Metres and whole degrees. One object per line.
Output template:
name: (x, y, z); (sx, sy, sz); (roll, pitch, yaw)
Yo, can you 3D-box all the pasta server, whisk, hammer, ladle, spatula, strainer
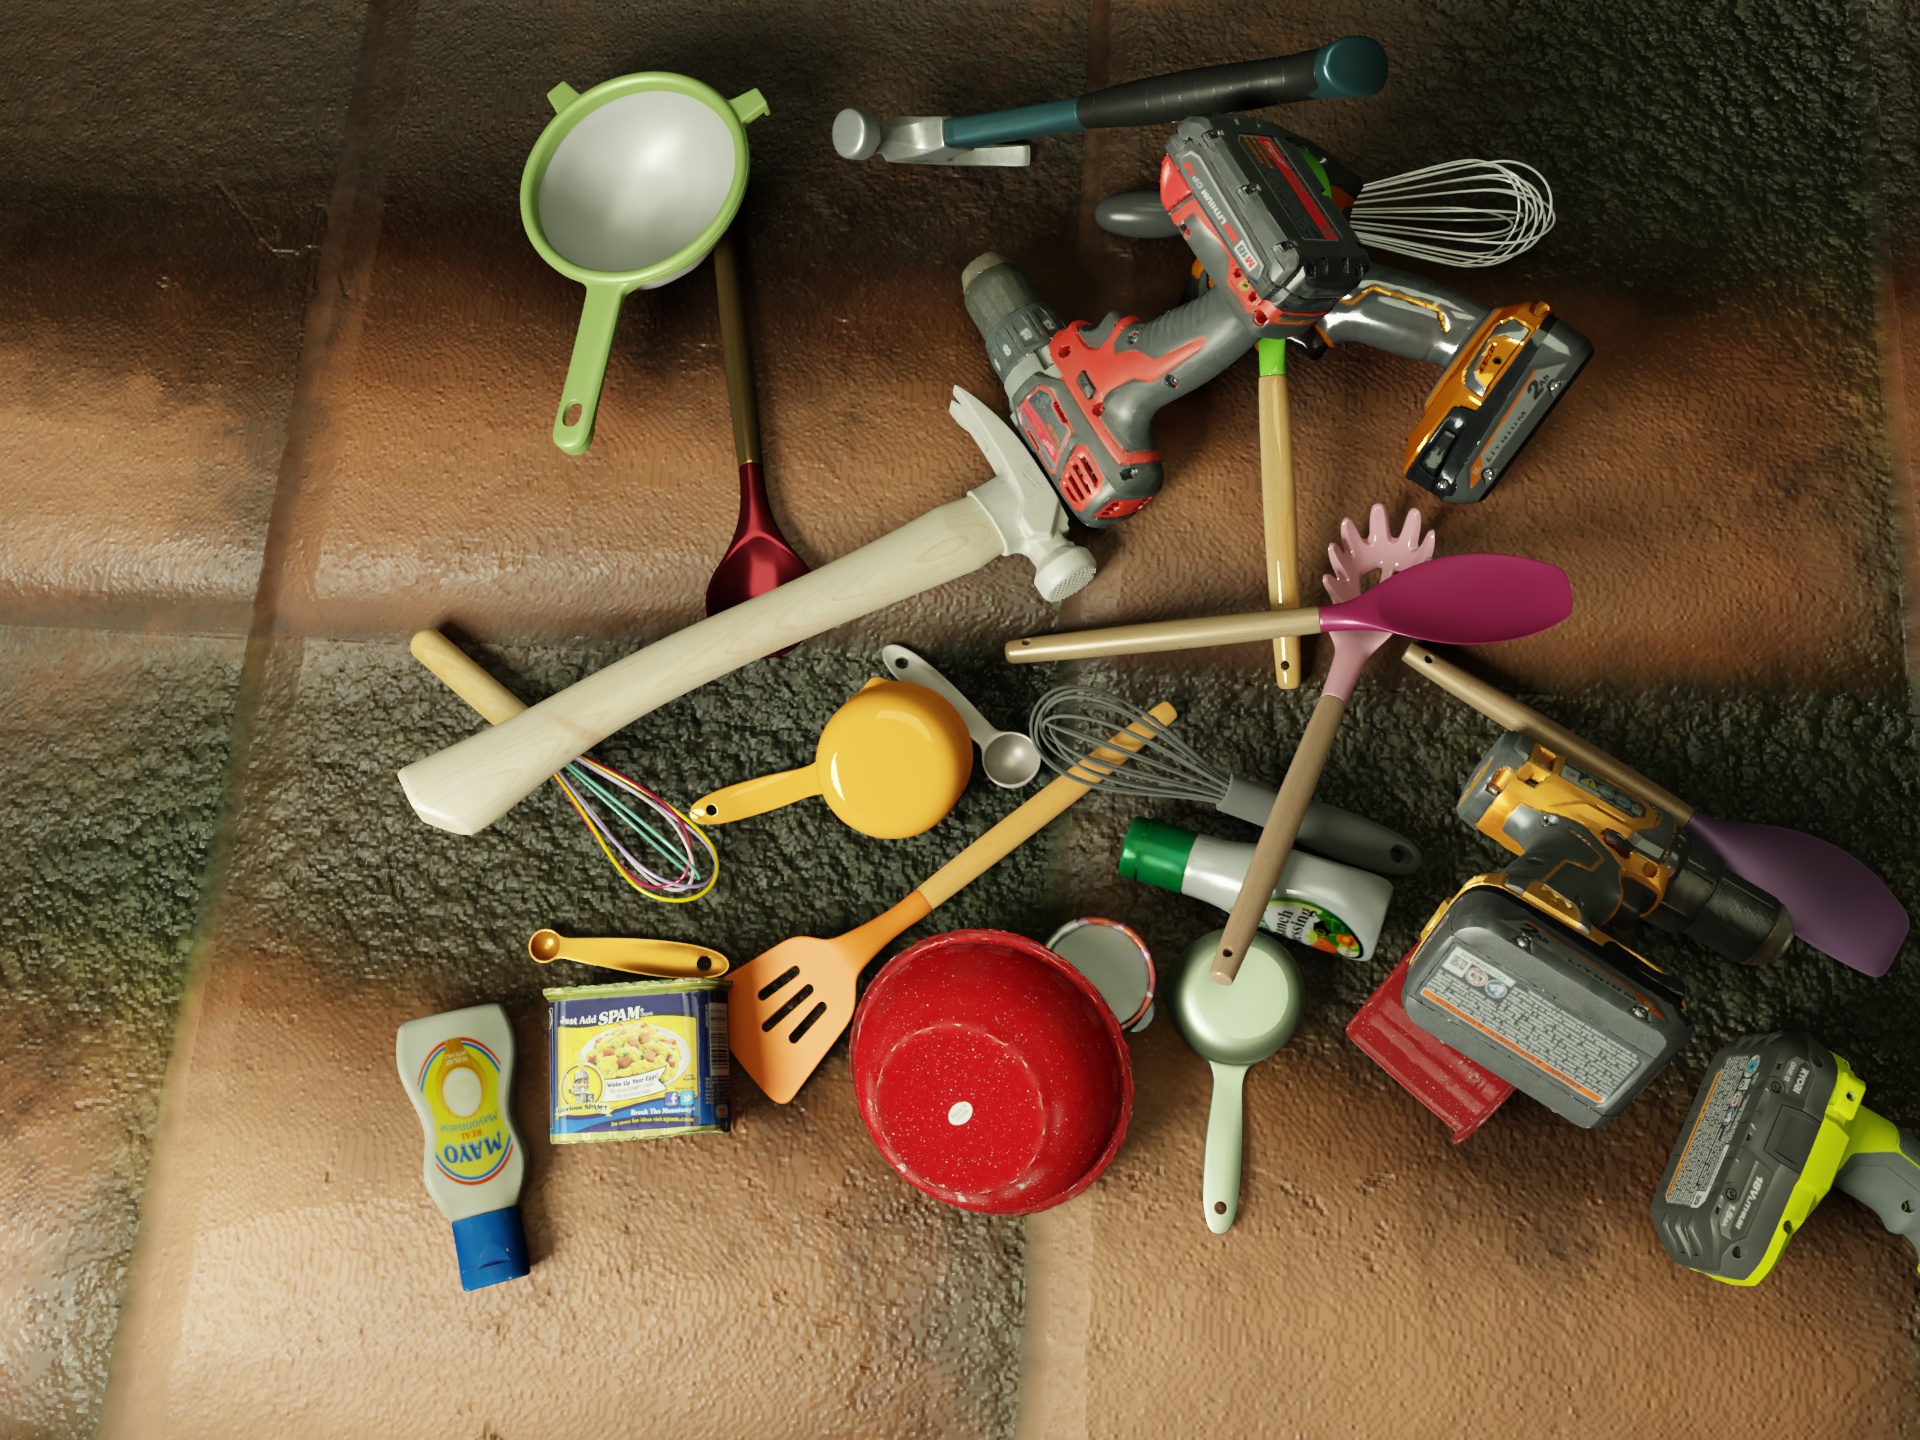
pasta server: (0.198, 0.006, 0.888); (0.060, 0.040, 0.316); (13, 59, 27)
whisk: (0.152, 0.038, 0.904); (0.239, 0.055, 0.055); (21, 77, -4)
whisk: (0.227, -0.320, 1.005); (0.284, 0.070, 0.070); (3, 75, 8)
hammer: (0.086, -0.357, 0.927); (0.331, 0.128, 0.033); (8, 107, 39)
ladle: (-0.135, -0.182, 0.995); (0.069, 0.031, 0.316); (-6, 73, -6)
spatula: (-0.002, 0.090, 0.919); (0.322, 0.041, 0.081); (-37, 75, -11)
hammer: (-0.128, -0.058, 0.918); (0.410, 0.038, 0.146); (-27, 75, -16)
spatula: (0.396, 0.041, 0.916); (0.316, 0.018, 0.060); (32, 77, 9)
strainer: (-0.206, -0.278, 1.001); (0.151, 0.069, 0.256); (7, 78, 14)
whisk: (-0.238, 0.024, 0.936); (0.245, 0.051, 0.047); (38, 85, 14)

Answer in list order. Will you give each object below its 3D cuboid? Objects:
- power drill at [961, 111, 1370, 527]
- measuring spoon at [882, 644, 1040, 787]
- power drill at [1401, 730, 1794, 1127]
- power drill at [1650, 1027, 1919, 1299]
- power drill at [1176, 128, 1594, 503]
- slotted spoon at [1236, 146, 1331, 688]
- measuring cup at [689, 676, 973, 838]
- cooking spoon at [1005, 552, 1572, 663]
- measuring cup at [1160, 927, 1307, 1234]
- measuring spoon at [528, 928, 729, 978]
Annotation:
power drill: (0.100, -0.245, 0.918); (0.080, 0.226, 0.188); (-15, 71, -44)
measuring spoon: (-0.002, -0.003, 0.949); (0.034, 0.018, 0.124); (-43, 71, -14)
power drill: (0.334, 0.108, 0.819); (0.185, 0.084, 0.226); (32, 36, 11)
power drill: (0.487, 0.282, 0.818); (0.228, 0.080, 0.190); (28, 78, 7)
power drill: (0.237, -0.223, 0.951); (0.226, 0.084, 0.164); (38, 110, 12)
slotted spoon: (0.185, -0.174, 0.925); (0.070, 0.031, 0.313); (0, 98, 29)
measuring cup: (-0.079, 0.035, 0.910); (0.173, 0.052, 0.095); (-16, 96, 6)
cooking spoon: (0.180, -0.055, 0.911); (0.319, 0.017, 0.069); (-5, 50, 16)
measuring cup: (0.149, 0.195, 0.873); (0.083, 0.038, 0.168); (6, 73, 4)
measuring spoon: (-0.191, 0.136, 0.921); (0.117, 0.011, 0.021); (6, 76, 0)
